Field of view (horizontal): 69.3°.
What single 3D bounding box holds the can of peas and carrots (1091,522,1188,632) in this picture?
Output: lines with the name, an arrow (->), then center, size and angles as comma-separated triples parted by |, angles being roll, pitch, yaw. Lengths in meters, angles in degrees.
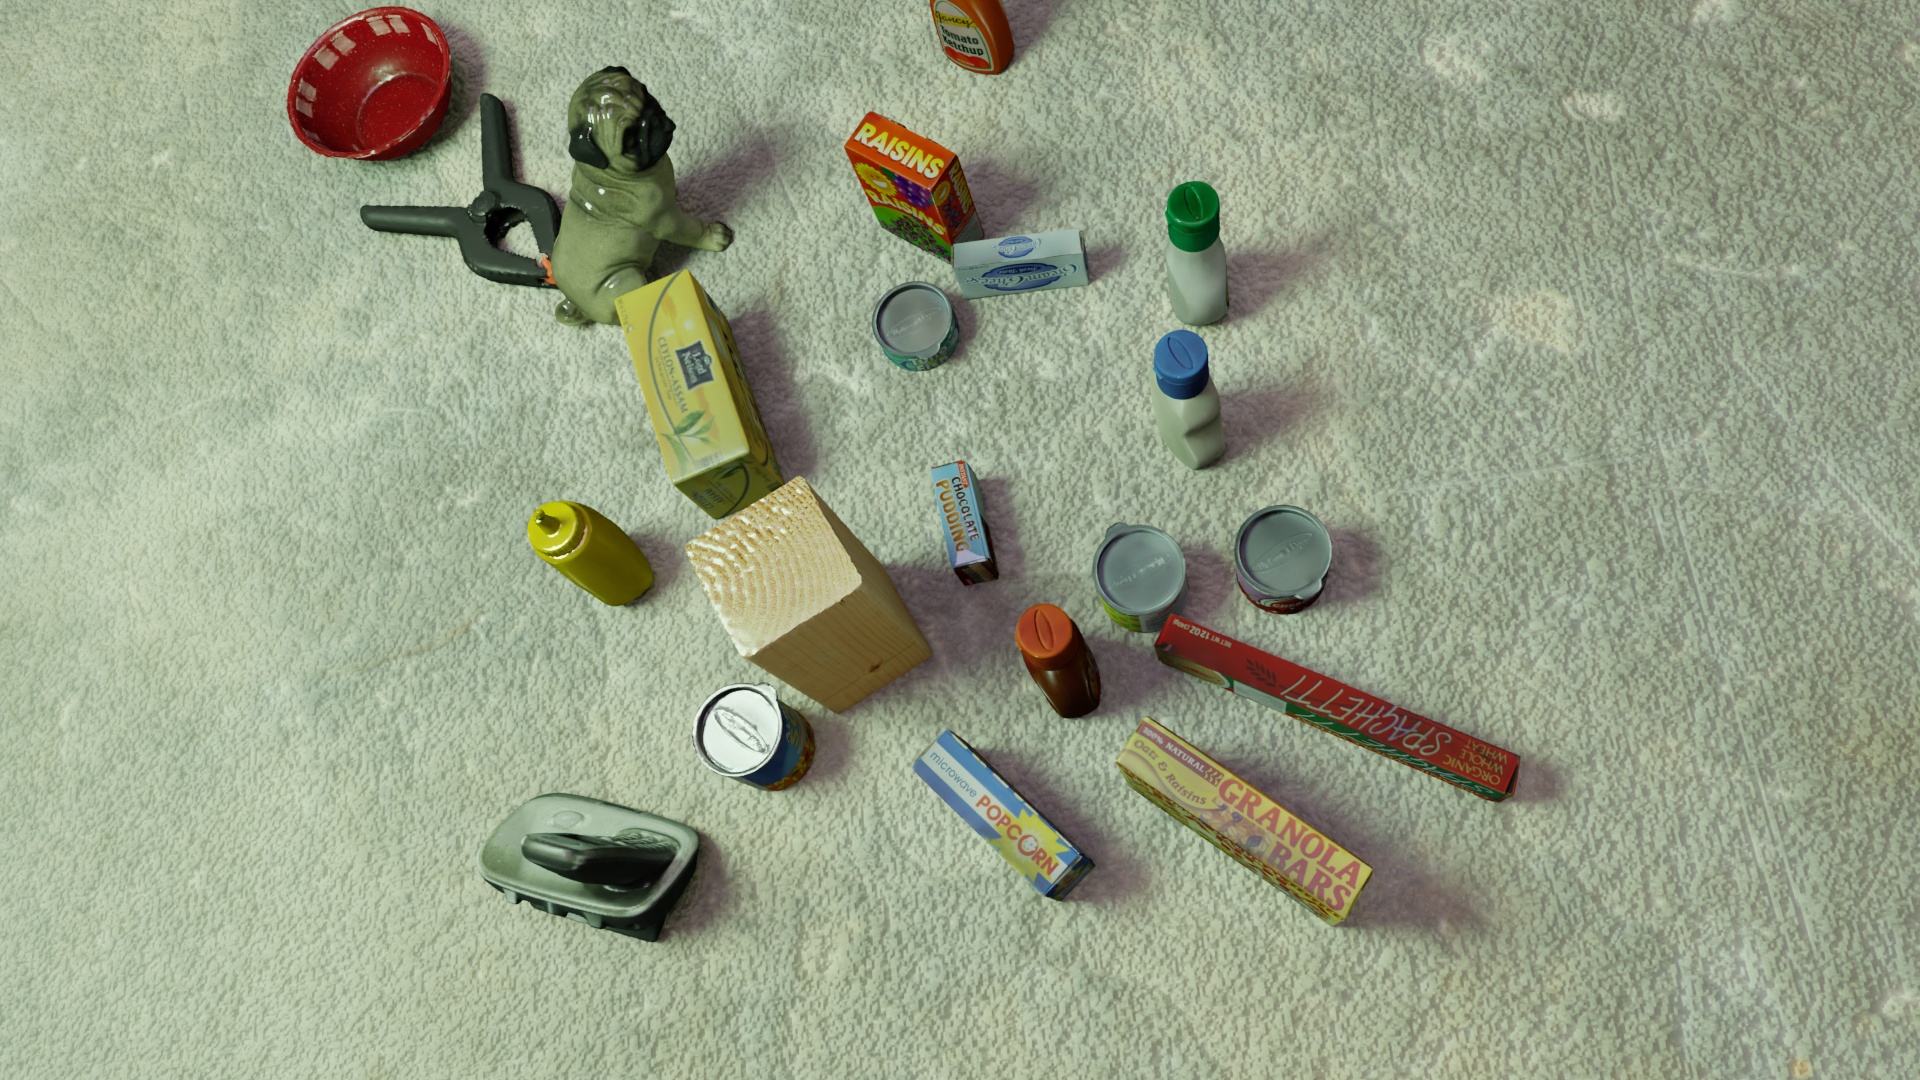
can of peas and carrots -> 0.129, 0.027, 1.000 | 0.071, 0.058, 0.071 | -3, 72, 10

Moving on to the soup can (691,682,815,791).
soup can -> -0.146, 0.142, 1.004 | 0.071, 0.083, 0.071 | -3, 72, 10

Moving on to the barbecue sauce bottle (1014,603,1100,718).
barbecue sauce bottle -> 0.066, 0.079, 0.948 | 0.043, 0.148, 0.065 | -17, 70, 6

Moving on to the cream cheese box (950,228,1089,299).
cream cheese box -> 0.048, -0.218, 1.099 | 0.104, 0.053, 0.024 | -5, 72, 10

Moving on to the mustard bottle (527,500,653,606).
mustard bottle -> -0.283, 0.003, 1.036 | 0.049, 0.160, 0.065 | -38, 70, -2

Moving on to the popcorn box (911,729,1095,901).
popcorn box -> 0.030, 0.189, 0.952 | 0.127, 0.085, 0.038 | 41, 84, 20

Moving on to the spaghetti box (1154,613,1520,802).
spaghetti box -> 0.254, 0.114, 0.951 | 0.250, 0.050, 0.029 | 22, 78, 17

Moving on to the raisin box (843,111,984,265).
raisin box -> -0.034, -0.275, 1.096 | 0.086, 0.123, 0.040 | 32, 81, 19

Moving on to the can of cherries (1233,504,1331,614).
can of cherries -> 0.229, 0.017, 0.983 | 0.071, 0.058, 0.071 | -3, 72, 10

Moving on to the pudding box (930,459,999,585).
pudding box -> 0.004, -0.013, 1.043 | 0.030, 0.049, 0.084 | -15, 70, 7

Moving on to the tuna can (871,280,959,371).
tuna can -> -0.034, -0.169, 1.110 | 0.071, 0.032, 0.071 | -3, 72, 10

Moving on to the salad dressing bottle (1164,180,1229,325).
salad dressing bottle -> 0.173, -0.209, 1.021 | 0.044, 0.147, 0.064 | -16, 70, 6

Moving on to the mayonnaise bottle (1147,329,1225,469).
mayonnaise bottle -> 0.160, -0.102, 0.988 | 0.041, 0.147, 0.065 | -31, 69, 1

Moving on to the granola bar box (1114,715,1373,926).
granola bar box -> 0.183, 0.184, 0.903 | 0.166, 0.124, 0.039 | 33, 82, 19

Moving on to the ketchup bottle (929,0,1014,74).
ketchup bottle -> 0.003, -0.443, 1.130 | 0.065, 0.148, 0.043 | 26, 80, 18
